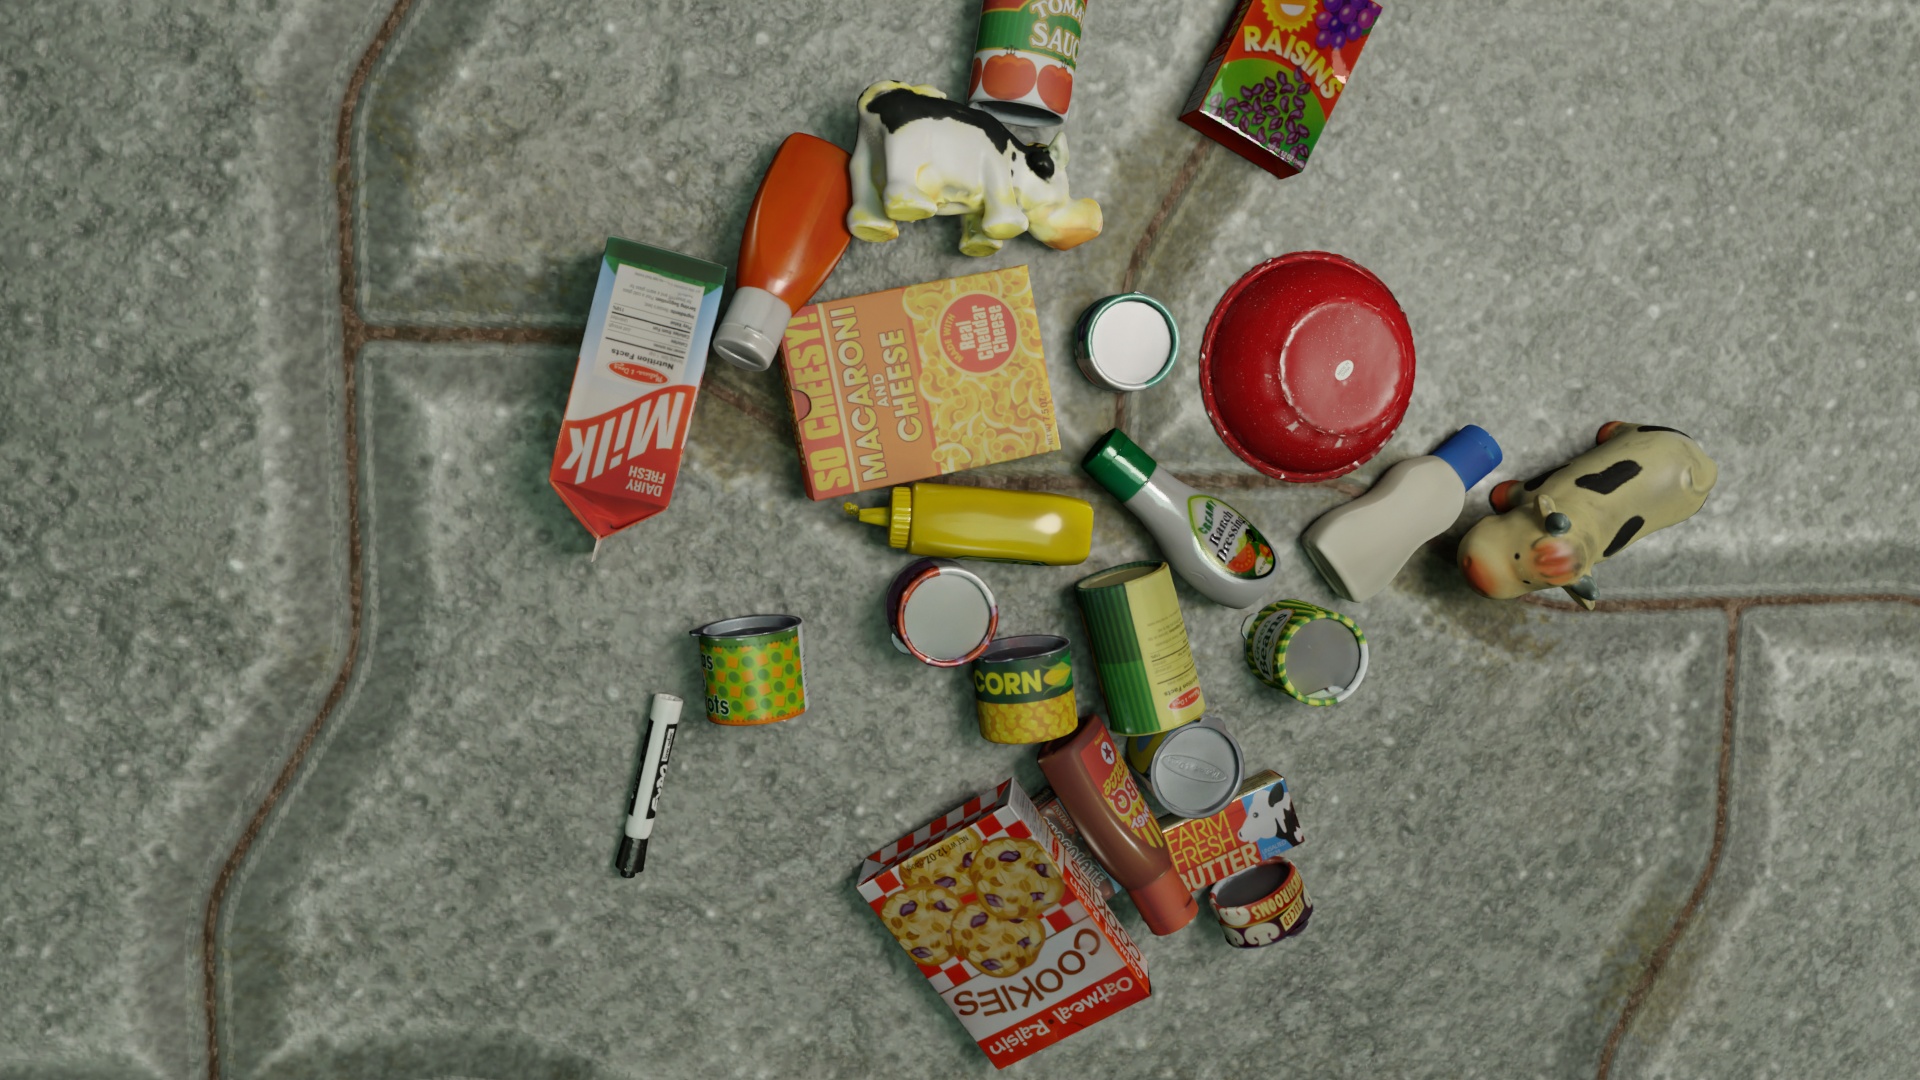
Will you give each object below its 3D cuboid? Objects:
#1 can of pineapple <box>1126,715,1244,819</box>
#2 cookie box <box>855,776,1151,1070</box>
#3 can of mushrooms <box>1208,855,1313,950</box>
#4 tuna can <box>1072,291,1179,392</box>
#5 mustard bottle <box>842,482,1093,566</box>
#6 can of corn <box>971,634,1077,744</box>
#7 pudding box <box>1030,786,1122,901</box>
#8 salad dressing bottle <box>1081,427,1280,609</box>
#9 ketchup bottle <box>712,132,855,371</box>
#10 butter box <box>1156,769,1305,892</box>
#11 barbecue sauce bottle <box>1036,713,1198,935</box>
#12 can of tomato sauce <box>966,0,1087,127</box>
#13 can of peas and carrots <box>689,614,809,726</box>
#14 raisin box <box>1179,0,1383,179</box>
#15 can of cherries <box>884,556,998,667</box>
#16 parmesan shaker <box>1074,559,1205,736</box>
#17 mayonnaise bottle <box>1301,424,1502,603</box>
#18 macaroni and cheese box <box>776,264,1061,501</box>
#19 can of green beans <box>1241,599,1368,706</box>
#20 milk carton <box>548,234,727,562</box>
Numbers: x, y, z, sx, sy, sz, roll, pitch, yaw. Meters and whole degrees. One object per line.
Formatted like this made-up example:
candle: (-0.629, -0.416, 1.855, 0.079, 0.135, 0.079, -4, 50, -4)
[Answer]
can of pineapple: (0.154, 0.149, 0.949, 0.071, 0.058, 0.071, -1, 96, -12)
cookie box: (0.030, 0.257, 0.923, 0.123, 0.040, 0.167, -32, 102, 15)
can of mushrooms: (0.209, 0.251, 0.964, 0.071, 0.071, 0.033, -27, 99, -8)
tuna can: (0.112, -0.134, 0.927, 0.071, 0.033, 0.071, -1, 96, -11)
mustard bottle: (0.003, -0.011, 0.904, 0.160, 0.065, 0.049, 4, 90, -6)
can of corn: (0.041, 0.098, 0.916, 0.071, 0.071, 0.058, -8, 98, -10)
pudding box: (0.067, 0.217, 0.952, 0.050, 0.030, 0.083, -35, 101, -6)
salad dressing bottle: (0.147, -0.016, 0.937, 0.147, 0.043, 0.064, 40, 54, -7)
ketchup bottle: (-0.106, -0.175, 0.848, 0.065, 0.043, 0.149, 26, 68, -14)
butter box: (0.186, 0.206, 0.978, 0.104, 0.024, 0.053, -22, 99, -9)
barbecue sauce bottle: (0.108, 0.194, 0.934, 0.043, 0.065, 0.148, -28, 94, 30)
can of tomato sauce: (0.044, -0.311, 0.878, 0.071, 0.071, 0.083, 8, 94, -12)
can of peas and carrots: (-0.133, 0.082, 0.881, 0.071, 0.071, 0.058, -6, 97, -11)
raisin box: (0.214, -0.318, 0.927, 0.086, 0.040, 0.123, 26, 91, -12)
can of cherries: (-0.014, 0.049, 0.906, 0.071, 0.058, 0.071, -1, 95, -11)
parmesan shaker: (0.121, 0.070, 0.933, 0.071, 0.071, 0.103, -17, 98, -9)
mayonnaise bottle: (0.313, -0.023, 0.975, 0.148, 0.041, 0.064, -38, 103, -7)
macaroni and cheese box: (-0.029, -0.103, 0.898, 0.167, 0.040, 0.123, -13, 97, -10)
can of green beans: (0.239, 0.077, 0.959, 0.071, 0.058, 0.071, -1, 96, -11)
milk carton: (-0.201, -0.082, 0.849, 0.073, 0.072, 0.190, 14, 92, -12)
